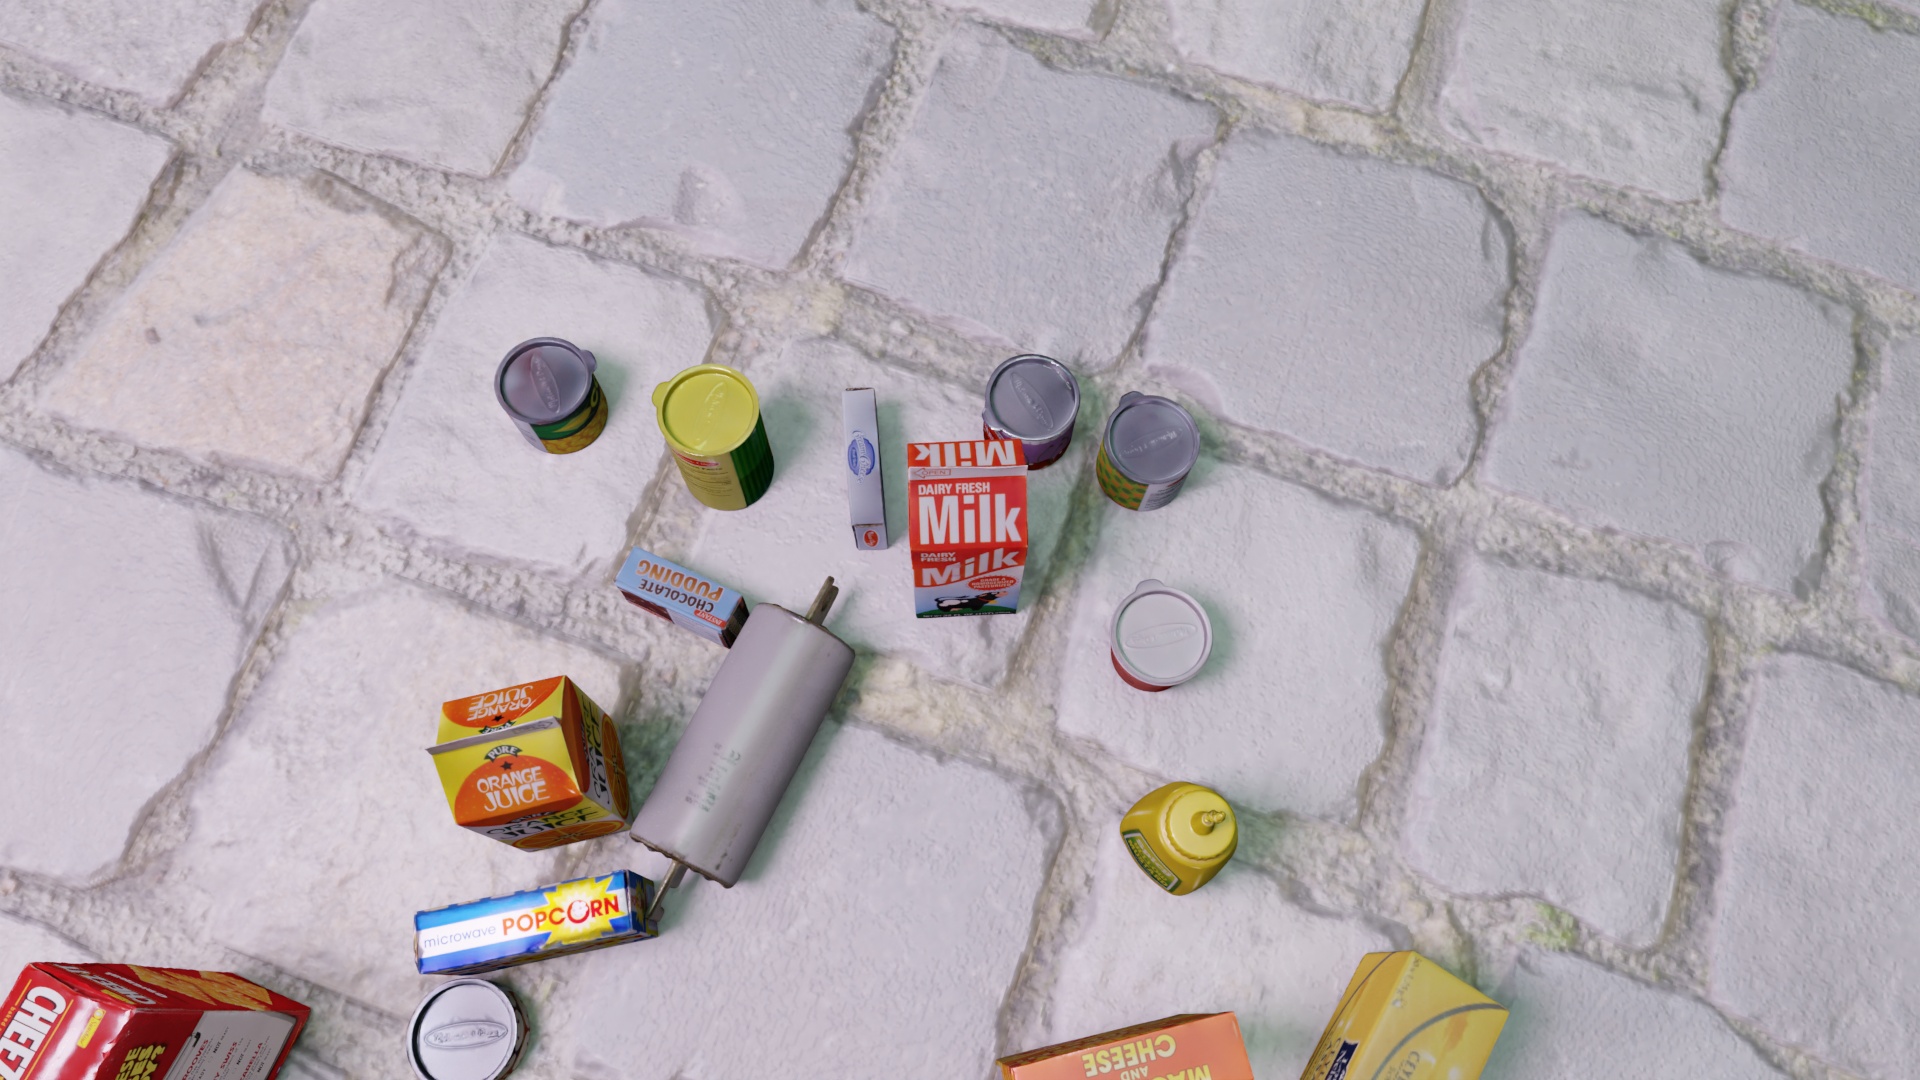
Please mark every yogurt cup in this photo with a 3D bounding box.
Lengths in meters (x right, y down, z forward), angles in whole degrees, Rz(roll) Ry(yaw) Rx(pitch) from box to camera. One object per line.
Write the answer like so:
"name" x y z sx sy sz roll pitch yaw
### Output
"yogurt cup" 0.131 0.069 0.931 0.072 0.053 0.072 1 71 -1

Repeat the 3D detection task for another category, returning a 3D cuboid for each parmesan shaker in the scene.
"parmesan shaker" -0.167 -0.069 0.946 0.071 0.102 0.071 0 71 -1

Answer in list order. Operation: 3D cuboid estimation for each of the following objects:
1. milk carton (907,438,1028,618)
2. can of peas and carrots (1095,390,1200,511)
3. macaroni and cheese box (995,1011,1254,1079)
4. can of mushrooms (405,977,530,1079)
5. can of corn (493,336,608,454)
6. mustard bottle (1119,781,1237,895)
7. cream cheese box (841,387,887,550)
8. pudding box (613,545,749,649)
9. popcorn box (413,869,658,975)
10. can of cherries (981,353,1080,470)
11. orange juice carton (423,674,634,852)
"milk carton" 0.003 -0.011 0.884 0.072 0.190 0.073 -2 71 -2
"can of peas and carrots" 0.129 -0.062 0.975 0.071 0.058 0.071 0 71 -1
"macaroni and cheese box" 0.087 0.301 0.788 0.124 0.166 0.040 -12 72 -6
"can of mushrooms" -0.300 0.304 0.847 0.071 0.033 0.071 1 71 -1
"can of corn" -0.284 -0.102 0.978 0.071 0.058 0.071 1 71 -1
"mustard bottle" 0.135 0.176 0.837 0.049 0.159 0.065 -38 76 -13
"cream cheese box" -0.067 -0.049 0.968 0.024 0.053 0.104 -5 71 -3
"pudding box" -0.187 0.039 0.935 0.084 0.049 0.030 24 72 7
"popcorn box" -0.255 0.234 0.846 0.127 0.085 0.038 -11 72 -5
"can of cherries" 0.047 -0.089 0.983 0.071 0.058 0.071 1 71 -1
"orange juice carton" -0.252 0.133 0.825 0.072 0.192 0.073 -12 72 -5
